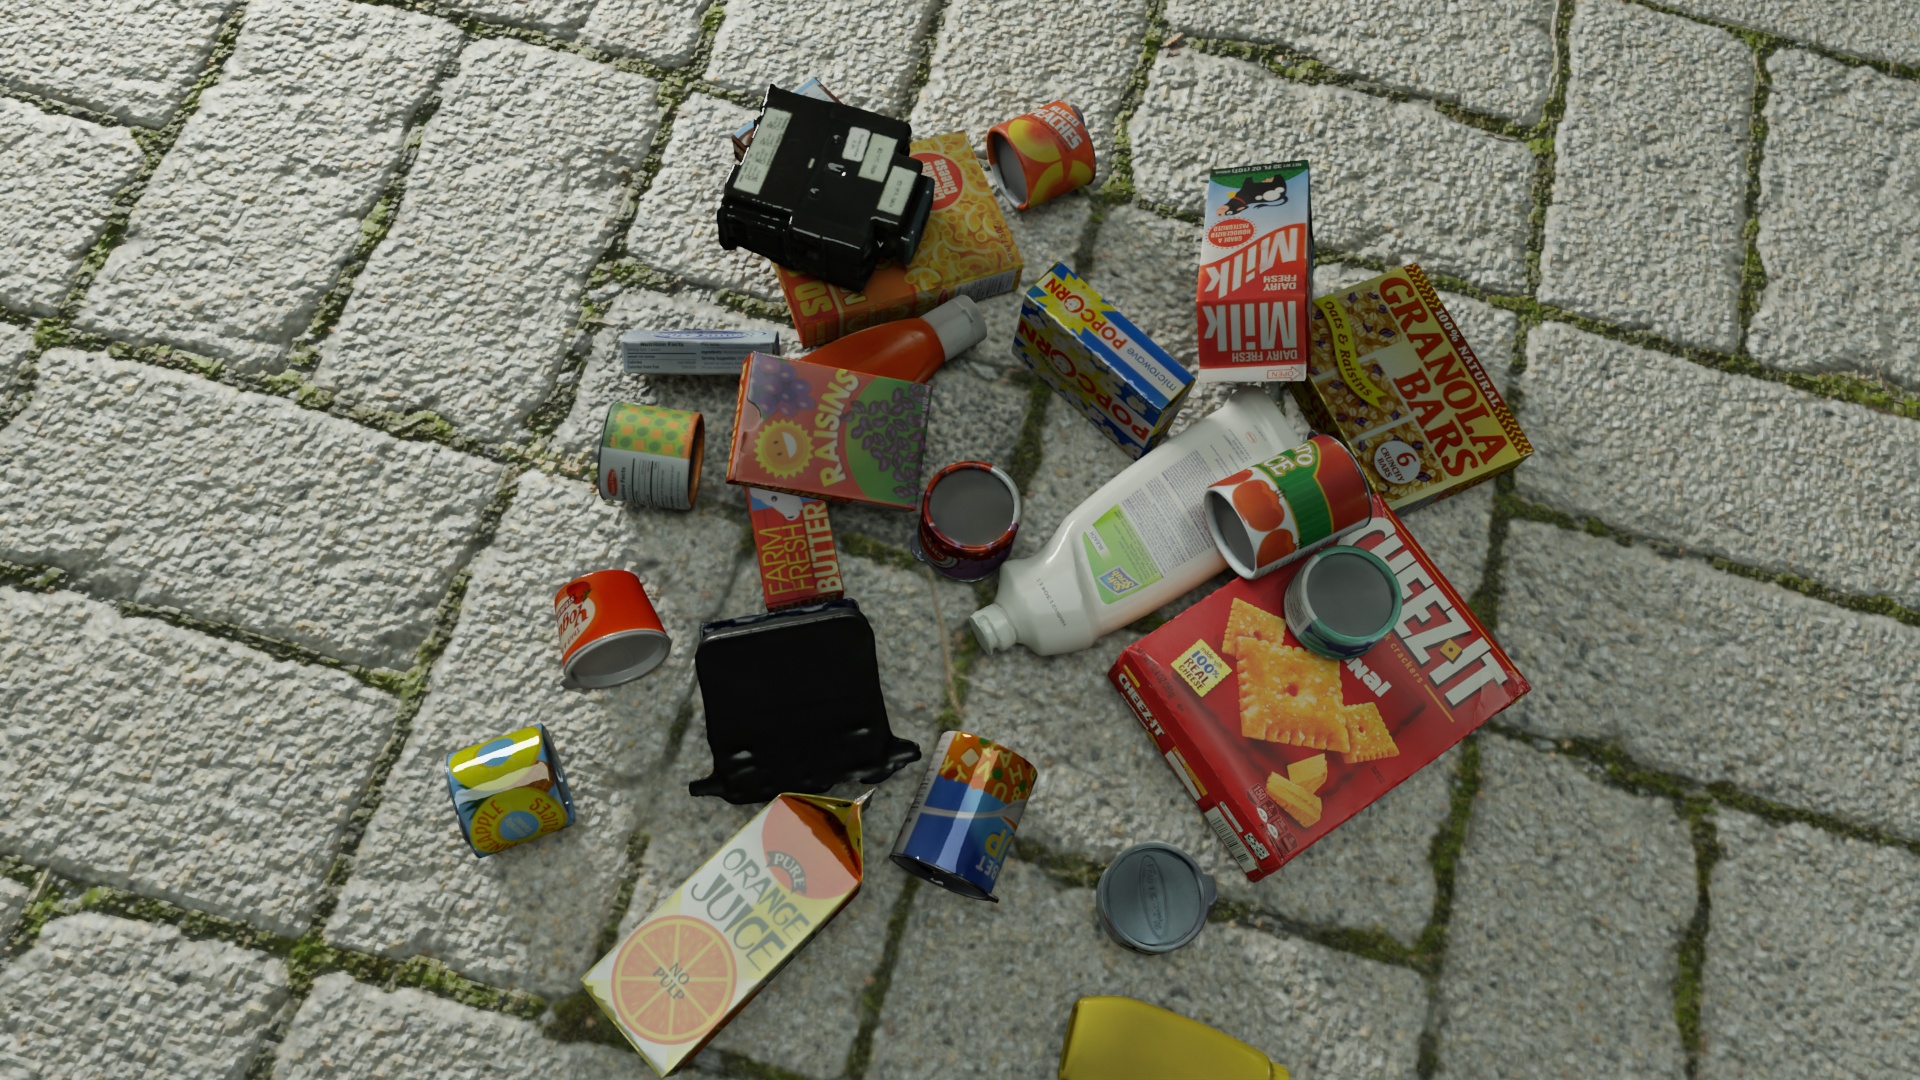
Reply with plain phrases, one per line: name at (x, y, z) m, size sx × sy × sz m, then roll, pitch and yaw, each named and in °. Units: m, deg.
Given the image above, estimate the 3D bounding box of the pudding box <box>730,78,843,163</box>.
pudding box at (-0.124, -0.302, 1.037) m, size 0.084 × 0.030 × 0.050 m, roll -42°, pitch 79°, yaw -18°

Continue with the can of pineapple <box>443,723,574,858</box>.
can of pineapple at (-0.269, 0.150, 0.832) m, size 0.058 × 0.070 × 0.071 m, roll -19°, pitch 72°, yaw -12°

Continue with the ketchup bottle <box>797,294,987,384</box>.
ketchup bottle at (-0.051, -0.122, 0.967) m, size 0.149 × 0.043 × 0.064 m, roll -31°, pitch 90°, yaw -16°

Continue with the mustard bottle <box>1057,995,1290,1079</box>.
mustard bottle at (0.140, 0.316, 0.816) m, size 0.160 × 0.048 × 0.065 m, roll 17°, pitch 69°, yaw 1°

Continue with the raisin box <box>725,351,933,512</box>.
raisin box at (-0.086, -0.069, 0.909) m, size 0.123 × 0.040 × 0.086 m, roll 9°, pitch 85°, yaw -16°

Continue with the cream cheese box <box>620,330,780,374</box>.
cream cheese box at (-0.177, -0.129, 0.954) m, size 0.104 × 0.053 × 0.024 m, roll -1°, pitch 108°, yaw -6°

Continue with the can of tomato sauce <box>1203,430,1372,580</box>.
can of tomato sauce at (0.204, -0.023, 0.877) m, size 0.083 × 0.071 × 0.071 m, roll -24°, pitch 73°, yaw -10°

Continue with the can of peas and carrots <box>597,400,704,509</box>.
can of peas and carrots at (-0.203, -0.058, 0.919) m, size 0.059 × 0.070 × 0.071 m, roll 8°, pitch 69°, yaw -3°

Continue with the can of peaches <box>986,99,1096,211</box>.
can of peaches at (0.059, -0.286, 1.026) m, size 0.058 × 0.071 × 0.071 m, roll -26°, pitch 74°, yaw -12°

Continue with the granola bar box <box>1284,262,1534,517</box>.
granola bar box at (0.311, -0.105, 0.997) m, size 0.124 × 0.039 × 0.166 m, roll -21°, pitch 72°, yaw -12°

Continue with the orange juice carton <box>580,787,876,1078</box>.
orange juice carton at (-0.121, 0.217, 0.818) m, size 0.193 × 0.071 × 0.073 m, roll -42°, pitch 79°, yaw -17°

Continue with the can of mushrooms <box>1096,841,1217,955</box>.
can of mushrooms at (0.120, 0.221, 0.858) m, size 0.071 × 0.033 × 0.071 m, roll 2°, pitch 69°, yaw -4°

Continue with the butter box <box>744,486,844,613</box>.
butter box at (-0.112, -0.005, 0.928) m, size 0.053 × 0.024 × 0.104 m, roll -9°, pitch 70°, yaw -9°

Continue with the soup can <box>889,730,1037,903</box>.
soup can at (0.005, 0.169, 0.850) m, size 0.071 × 0.071 × 0.084 m, roll 23°, pitch 69°, yaw 4°

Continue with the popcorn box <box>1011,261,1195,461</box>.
popcorn box at (0.096, -0.122, 0.959) m, size 0.127 × 0.085 × 0.038 m, roll 43°, pitch 73°, yaw 11°

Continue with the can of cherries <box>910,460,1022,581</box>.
can of cherries at (0.003, -0.012, 0.923) m, size 0.071 × 0.058 × 0.072 m, roll 2°, pitch 69°, yaw -5°

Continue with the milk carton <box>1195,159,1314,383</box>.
milk carton at (0.205, -0.175, 0.958) m, size 0.072 × 0.073 × 0.191 m, roll -1°, pitch 49°, yaw 17°

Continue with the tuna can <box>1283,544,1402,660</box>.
tuna can at (0.240, 0.039, 0.864) m, size 0.071 × 0.032 × 0.071 m, roll 2°, pitch 67°, yaw -5°

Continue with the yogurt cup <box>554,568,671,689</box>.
yogurt cup at (-0.222, 0.054, 0.876) m, size 0.072 × 0.072 × 0.054 m, roll -19°, pitch 64°, yaw -12°

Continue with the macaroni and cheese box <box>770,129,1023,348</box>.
macaroni and cheese box at (-0.055, -0.219, 1.007) m, size 0.167 × 0.040 × 0.124 m, roll -18°, pitch 71°, yaw -12°
